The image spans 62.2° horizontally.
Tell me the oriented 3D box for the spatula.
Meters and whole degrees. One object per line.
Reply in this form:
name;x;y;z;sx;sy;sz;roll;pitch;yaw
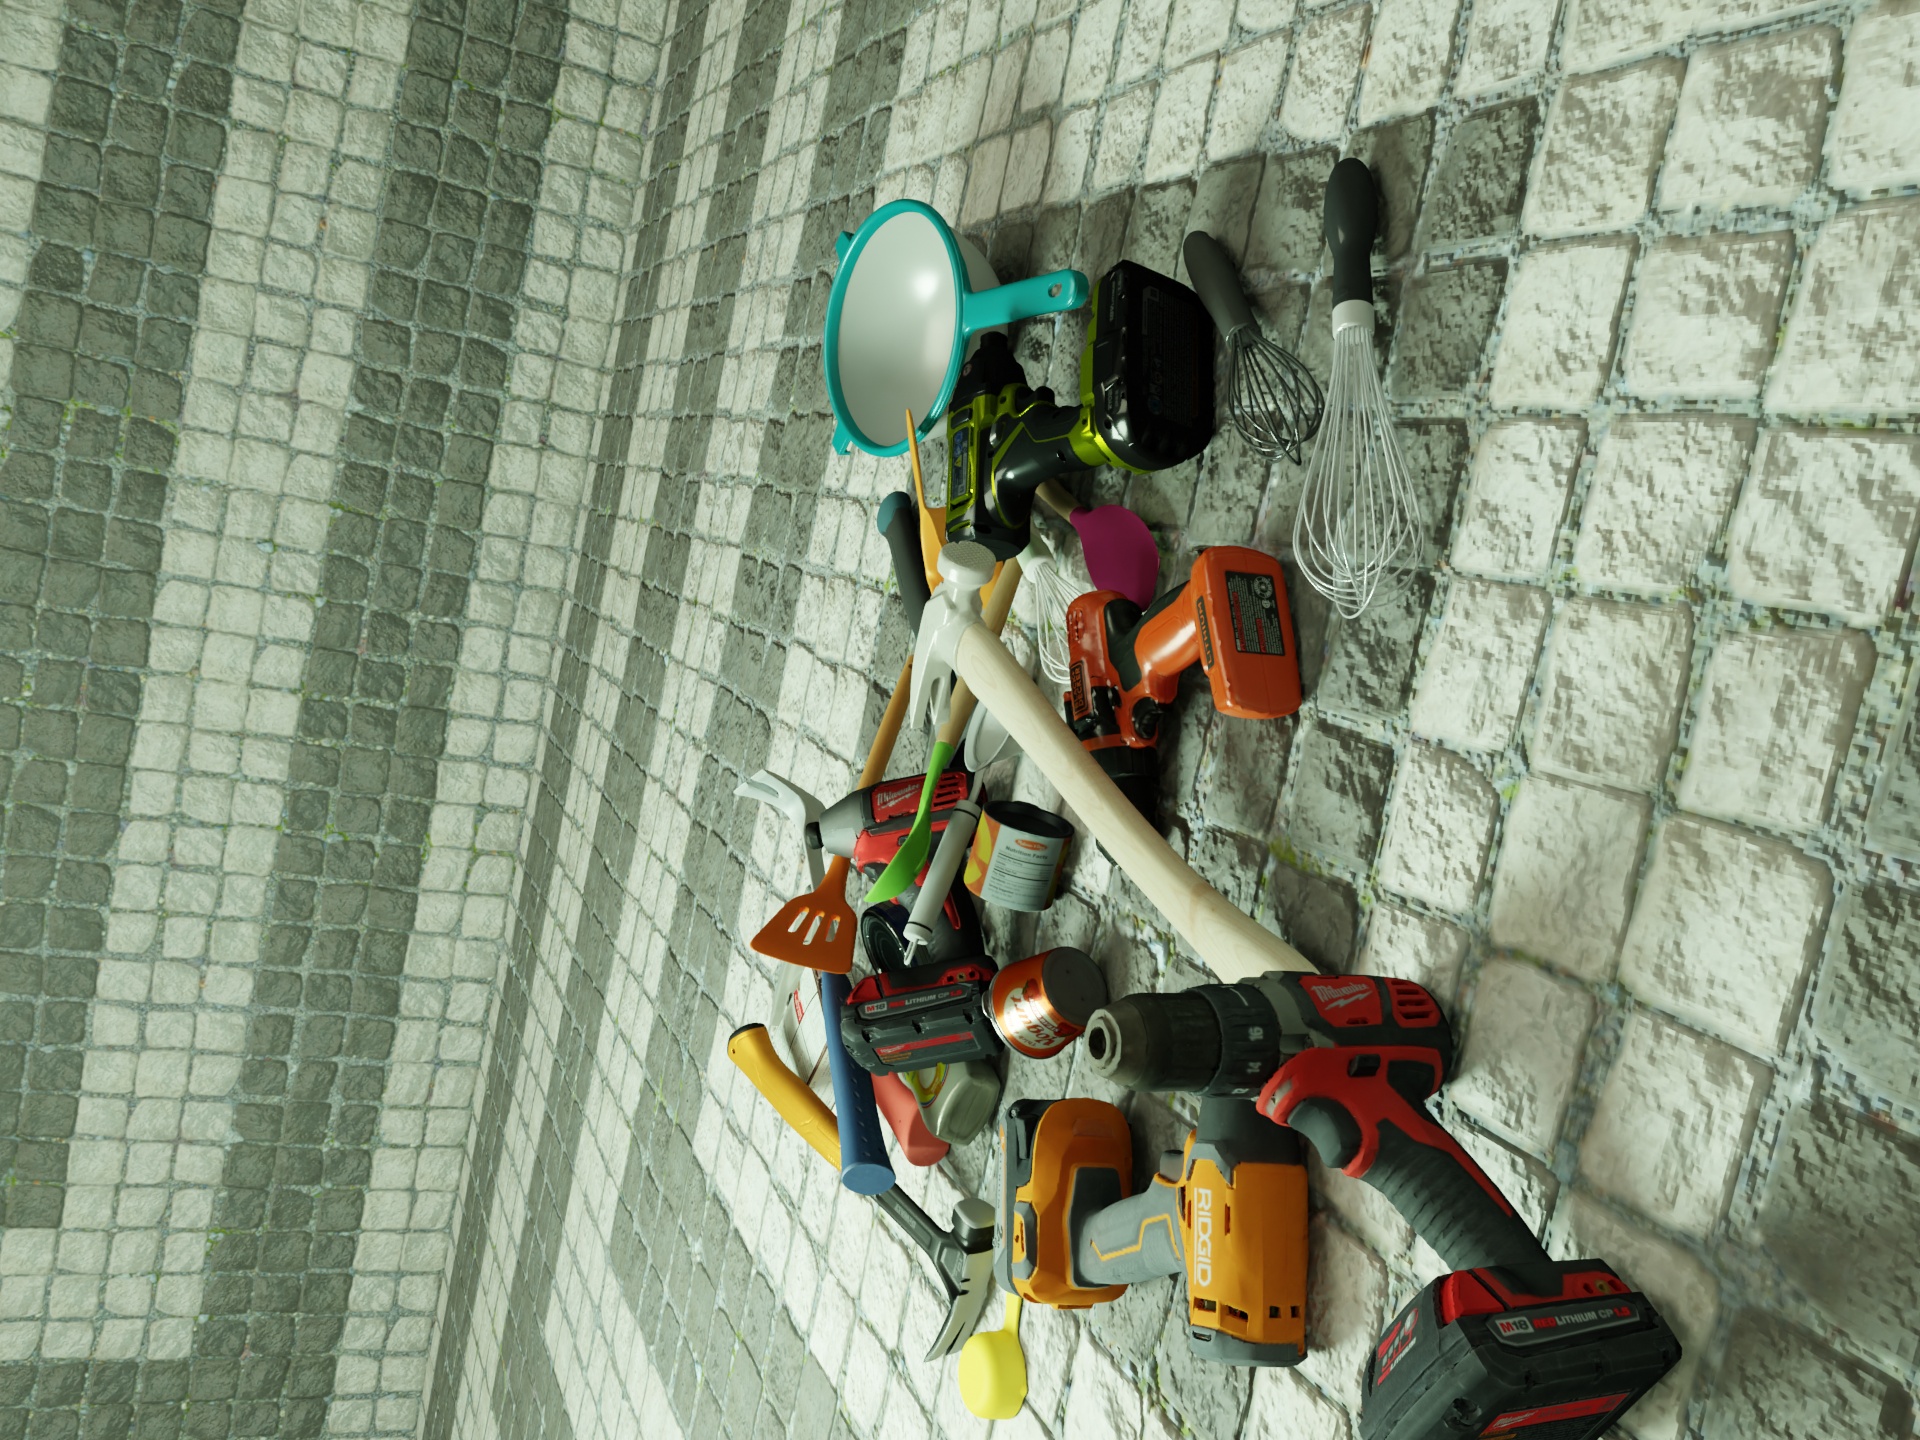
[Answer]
spatula;-0.082;0.068;1.301;0.041;0.081;0.323;94;-168;-55

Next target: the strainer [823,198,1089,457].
strainer;0.013;-0.323;1.298;0.340;0.095;0.211;5;95;53

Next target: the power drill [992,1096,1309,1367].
power drill;0.109;0.263;0.902;0.226;0.084;0.164;-19;65;57

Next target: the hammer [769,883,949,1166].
hammer;-0.092;0.279;1.369;0.359;0.036;0.149;42;120;61

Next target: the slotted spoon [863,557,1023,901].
slotted spoon;-0.002;-0.004;1.175;0.070;0.031;0.314;120;171;-66

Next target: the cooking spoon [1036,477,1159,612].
cooking spoon;0.078;-0.161;1.177;0.319;0.017;0.068;-125;41;-56

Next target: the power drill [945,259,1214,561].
power drill;0.069;-0.220;1.102;0.223;0.080;0.171;-17;67;53

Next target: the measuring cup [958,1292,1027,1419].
measuring cup;0.025;0.398;1.088;0.062;0.029;0.156;0;84;65

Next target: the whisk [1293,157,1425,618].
whisk;0.214;-0.188;0.861;0.070;0.070;0.285;-32;49;58

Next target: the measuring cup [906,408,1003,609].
measuring cup;-0.005;-0.169;1.268;0.095;0.052;0.174;127;133;-78

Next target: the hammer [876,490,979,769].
hammer;-0.030;-0.082;1.356;0.128;0.033;0.331;-57;33;34

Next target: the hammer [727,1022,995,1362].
hammer;-0.090;0.342;1.236;0.337;0.034;0.127;33;116;46

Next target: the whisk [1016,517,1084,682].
whisk;0.062;-0.107;1.166;0.059;0.057;0.247;-34;40;12

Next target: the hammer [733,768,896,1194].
hammer;-0.107;0.195;1.275;0.035;0.143;0.406;-37;37;17

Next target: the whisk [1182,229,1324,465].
whisk;0.171;-0.237;0.975;0.239;0.055;0.055;-101;32;-44

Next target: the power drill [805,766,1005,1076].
power drill;-0.041;0.142;1.179;0.078;0.143;0.220;70;-169;-56

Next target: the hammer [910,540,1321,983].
hammer;0.082;0.055;0.972;0.411;0.038;0.146;51;140;41

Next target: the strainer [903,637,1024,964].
strainer;0.009;0.060;1.155;0.087;0.050;0.258;-27;37;62

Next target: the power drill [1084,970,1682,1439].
power drill;0.167;0.197;0.677;0.080;0.187;0.227;-66;33;31
